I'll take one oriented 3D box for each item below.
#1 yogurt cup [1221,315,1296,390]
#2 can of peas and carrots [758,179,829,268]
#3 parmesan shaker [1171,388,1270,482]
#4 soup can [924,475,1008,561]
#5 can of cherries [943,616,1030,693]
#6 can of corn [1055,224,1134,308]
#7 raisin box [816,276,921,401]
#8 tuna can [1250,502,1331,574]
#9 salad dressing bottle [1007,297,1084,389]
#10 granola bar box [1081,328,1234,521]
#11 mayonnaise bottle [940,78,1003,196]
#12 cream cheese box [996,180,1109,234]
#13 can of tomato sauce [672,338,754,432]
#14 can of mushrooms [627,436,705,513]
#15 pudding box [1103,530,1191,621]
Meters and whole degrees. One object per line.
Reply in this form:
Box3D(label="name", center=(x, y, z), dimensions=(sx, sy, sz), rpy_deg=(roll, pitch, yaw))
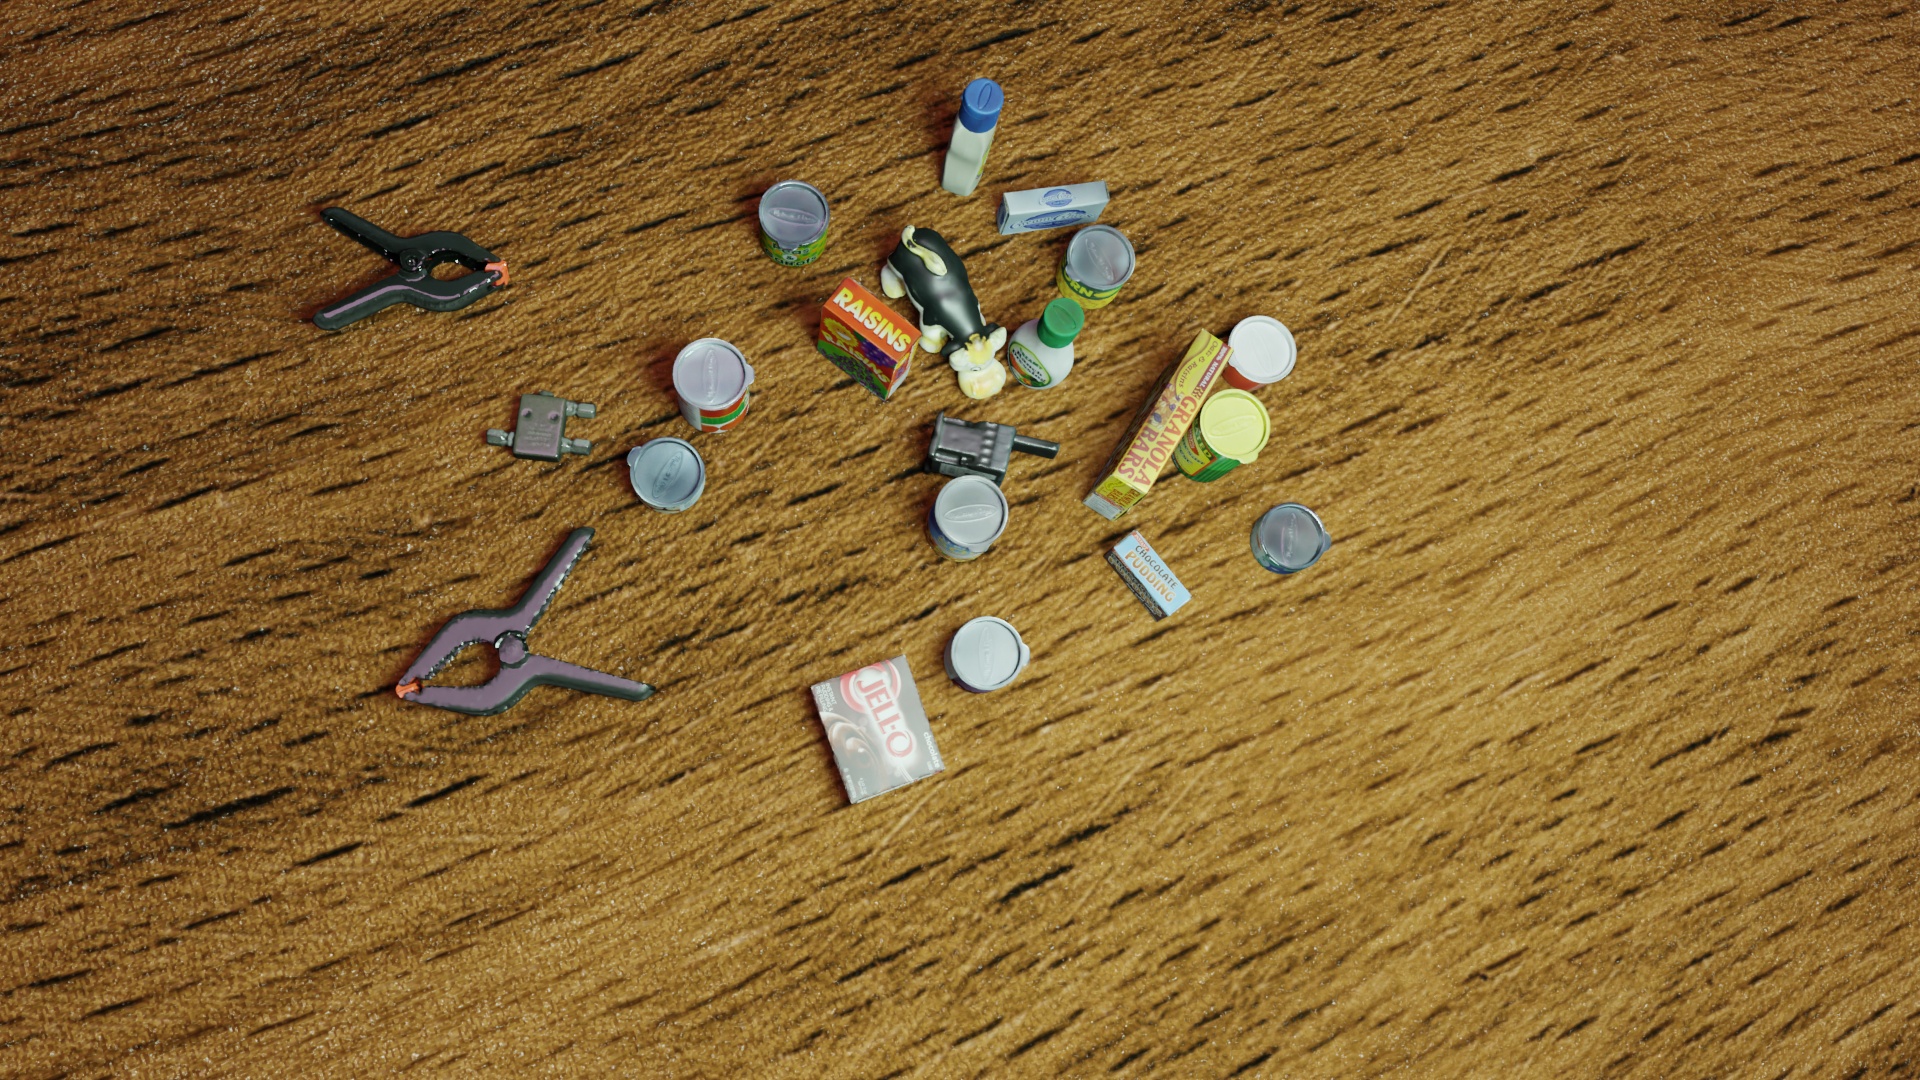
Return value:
Box3D(label="yogurt cup", center=(0.288, -0.180, 1.361), dimensions=(0.072, 0.054, 0.072), rpy_deg=(2, 79, -8))
Box3D(label="can of peas and carrots", center=(-0.158, -0.297, 1.317), dimensions=(0.071, 0.058, 0.071), rpy_deg=(2, 79, -8))
Box3D(label="parmesan shaker", center=(0.244, -0.094, 1.312), dimensions=(0.071, 0.103, 0.071), rpy_deg=(2, 79, -8))
Box3D(label="soup can", center=(0.005, -0.016, 1.271), dimensions=(0.071, 0.083, 0.071), rpy_deg=(2, 79, -8))
Box3D(label="can of cherries", center=(0.023, 0.106, 1.262), dimensions=(0.071, 0.058, 0.071), rpy_deg=(2, 79, -8))
Box3D(label="can of corn", center=(0.128, -0.264, 1.352), dimensions=(0.071, 0.058, 0.071), rpy_deg=(2, 79, -8))
Box3D(label="raisin box", center=(-0.085, -0.183, 1.272), dimensions=(0.086, 0.123, 0.040), rpy_deg=(38, 77, 0))
Box3D(label="tuna can", center=(0.318, -0.001, 1.340), dimensions=(0.071, 0.032, 0.071), rpy_deg=(2, 79, -8))
Box3D(label="salad dressing bottle", center=(0.081, -0.183, 1.283), dimensions=(0.044, 0.147, 0.064), rpy_deg=(-43, 88, -13))
Box3D(label="granola bar box", center=(0.183, -0.104, 1.294), dimensions=(0.039, 0.124, 0.166), rpy_deg=(33, 76, -1))
Box3D(label="mayonnaise bottle", center=(0.011, -0.384, 1.313), dimensions=(0.041, 0.147, 0.065), rpy_deg=(19, 77, -4))
Box3D(label="cream cheese box", center=(0.089, -0.326, 1.362), dimensions=(0.104, 0.053, 0.024), rpy_deg=(-10, 81, -10))
Box3D(label="can of tomato sauce", center=(-0.224, -0.140, 1.264), dimensions=(0.071, 0.083, 0.071), rpy_deg=(2, 79, -8))
Box3D(label="can of mushrooms", center=(-0.268, -0.060, 1.267), dimensions=(0.071, 0.033, 0.071), rpy_deg=(2, 79, -8))
Box3D(label="pudding box", center=(0.175, 0.034, 1.303), dimensions=(0.030, 0.049, 0.084), rpy_deg=(-38, 86, -13))
